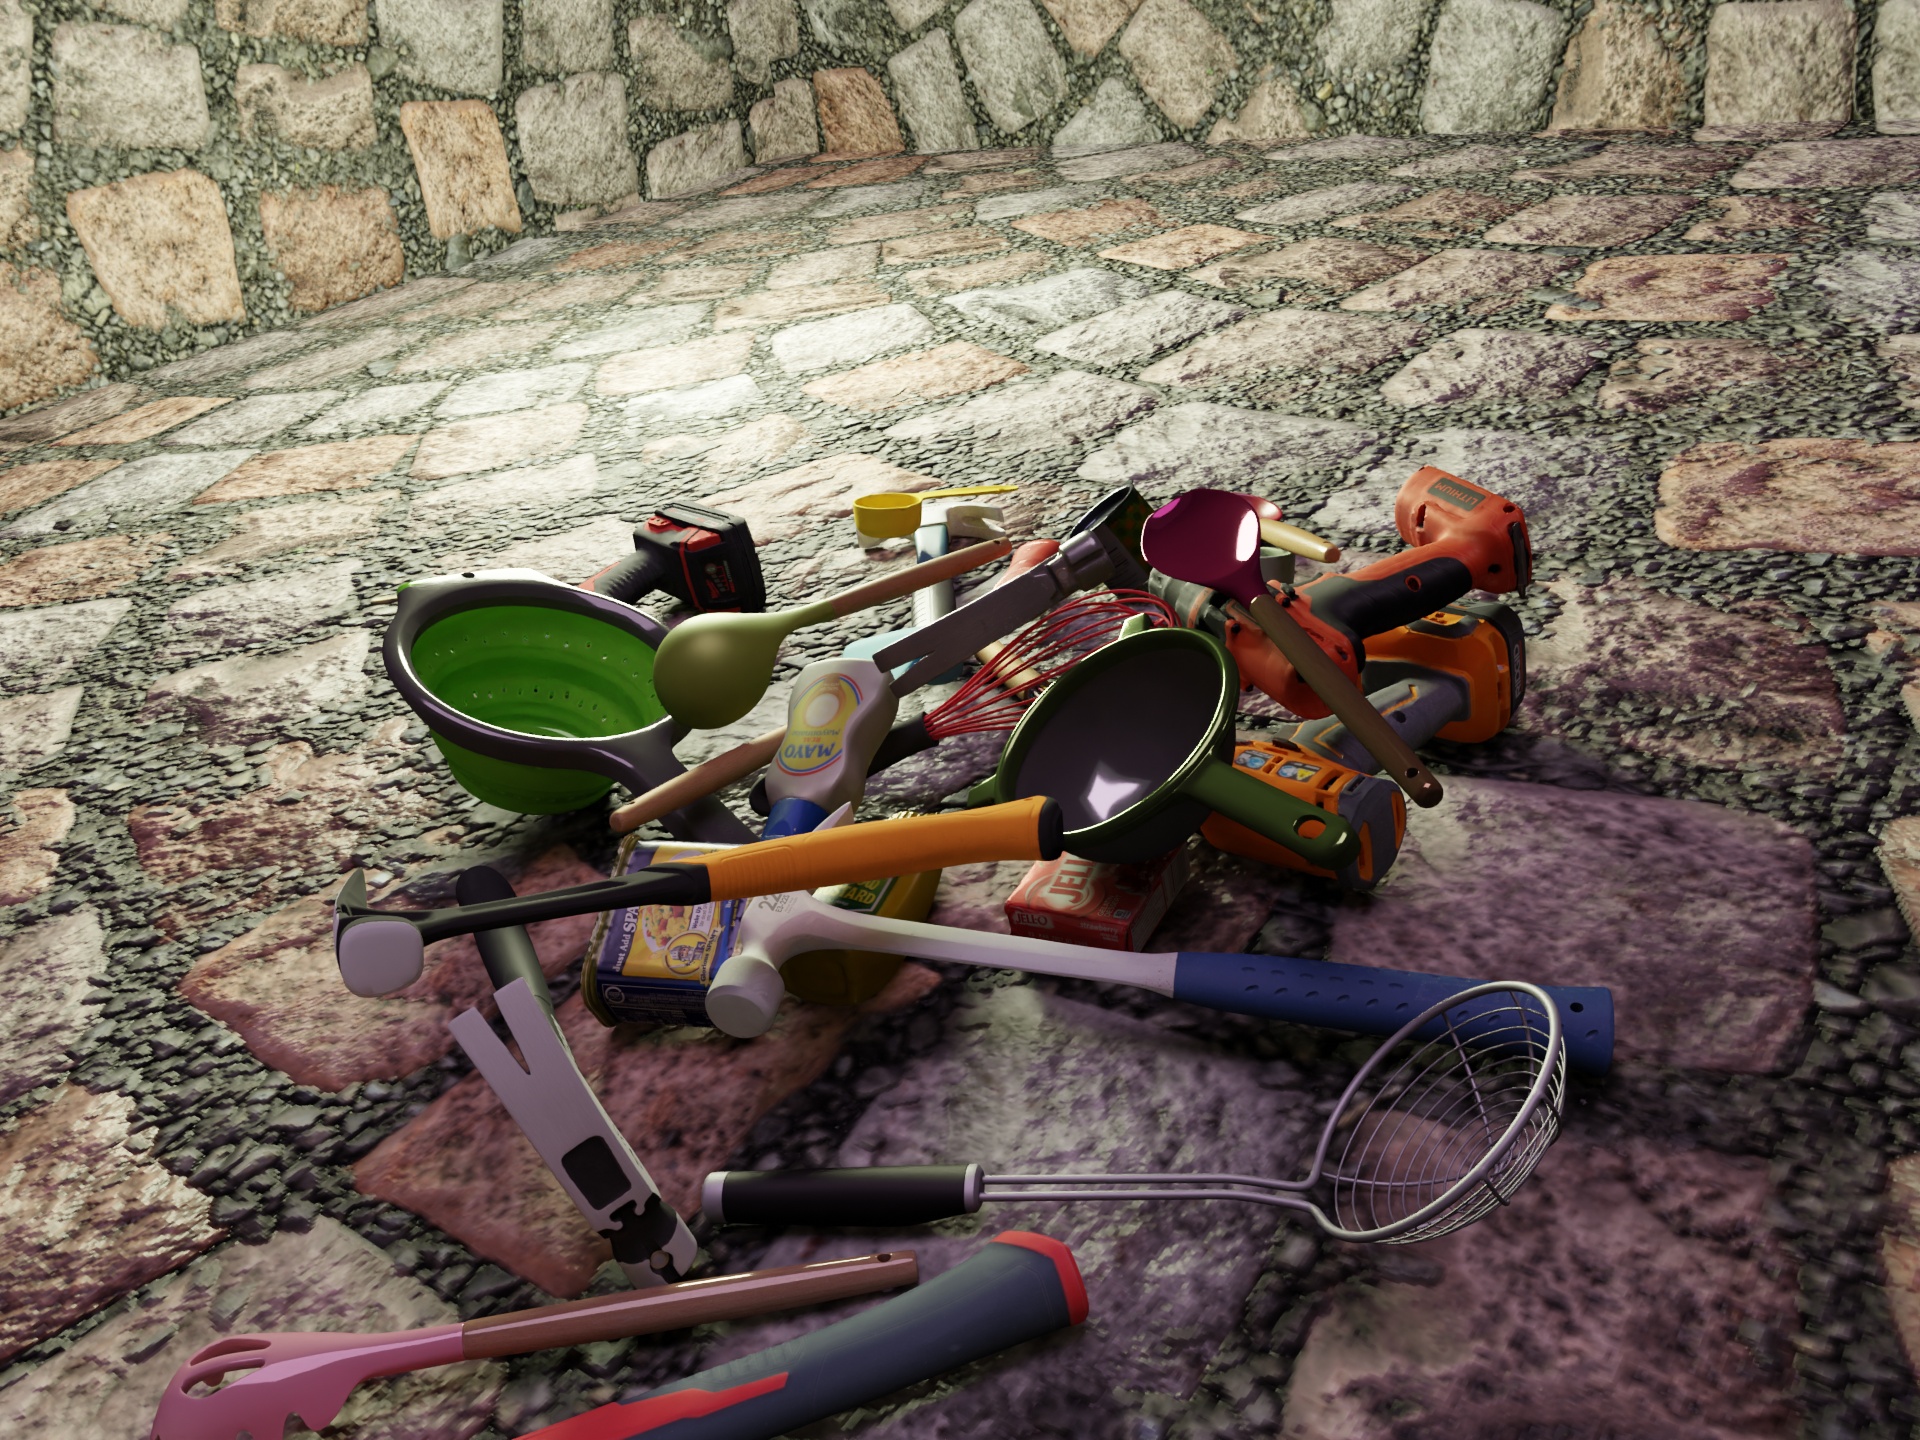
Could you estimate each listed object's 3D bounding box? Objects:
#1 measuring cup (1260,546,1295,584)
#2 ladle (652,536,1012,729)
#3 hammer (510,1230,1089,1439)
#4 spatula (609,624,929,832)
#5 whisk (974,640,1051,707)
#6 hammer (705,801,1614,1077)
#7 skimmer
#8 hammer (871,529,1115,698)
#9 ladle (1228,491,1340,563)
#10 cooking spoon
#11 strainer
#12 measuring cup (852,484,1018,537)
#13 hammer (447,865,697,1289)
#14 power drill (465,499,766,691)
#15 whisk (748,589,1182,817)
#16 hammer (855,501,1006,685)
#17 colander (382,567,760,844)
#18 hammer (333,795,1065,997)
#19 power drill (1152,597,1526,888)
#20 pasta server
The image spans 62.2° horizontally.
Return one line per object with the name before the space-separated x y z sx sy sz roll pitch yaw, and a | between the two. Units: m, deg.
measuring cup | 0.192 -0.112 1.203 0.083 0.038 0.168 -5 10 -16
ladle | -0.074 -0.072 1.085 0.078 0.062 0.320 37 40 27
hammer | -0.131 0.280 0.577 0.386 0.038 0.143 -16 30 -11
spatula | -0.114 0.002 0.994 0.082 0.044 0.317 -10 12 32
whisk | 0.062 -0.014 1.051 0.051 0.047 0.245 -19 26 -14
hammer | 0.092 0.115 0.757 0.405 0.035 0.144 6 37 13
skimmer | 0.061 0.168 0.662 0.363 0.090 0.127 -5 19 12
hammer | 0.033 -0.088 1.084 0.149 0.036 0.359 -29 6 9
ladle | 0.230 -0.140 1.169 0.069 0.031 0.315 -1 13 -3
cooking spoon | 0.173 -0.049 0.854 0.069 0.017 0.319 -31 36 4
strainer | 0.122 0.039 0.811 0.151 0.069 0.257 -47 32 -9
measuring cup | -0.017 -0.176 1.326 0.156 0.029 0.062 -12 22 -30
hammer | -0.217 0.139 0.790 0.035 0.146 0.335 -32 25 -13
power drill | -0.271 -0.092 1.267 0.219 0.078 0.143 -33 36 -31
whisk | -0.002 -0.003 0.976 0.296 0.073 0.073 -23 25 14
hammer | -0.023 -0.107 1.244 0.128 0.033 0.331 -8 26 2
colander | -0.224 0.040 1.007 0.204 0.094 0.397 -14 43 -43
hammer | -0.110 0.071 0.734 0.336 0.034 0.127 -7 7 -21
power drill | 0.215 0.004 0.934 0.164 0.084 0.226 15 40 40
pasta server | -0.173 0.255 0.652 0.316 0.040 0.060 -8 28 -5
